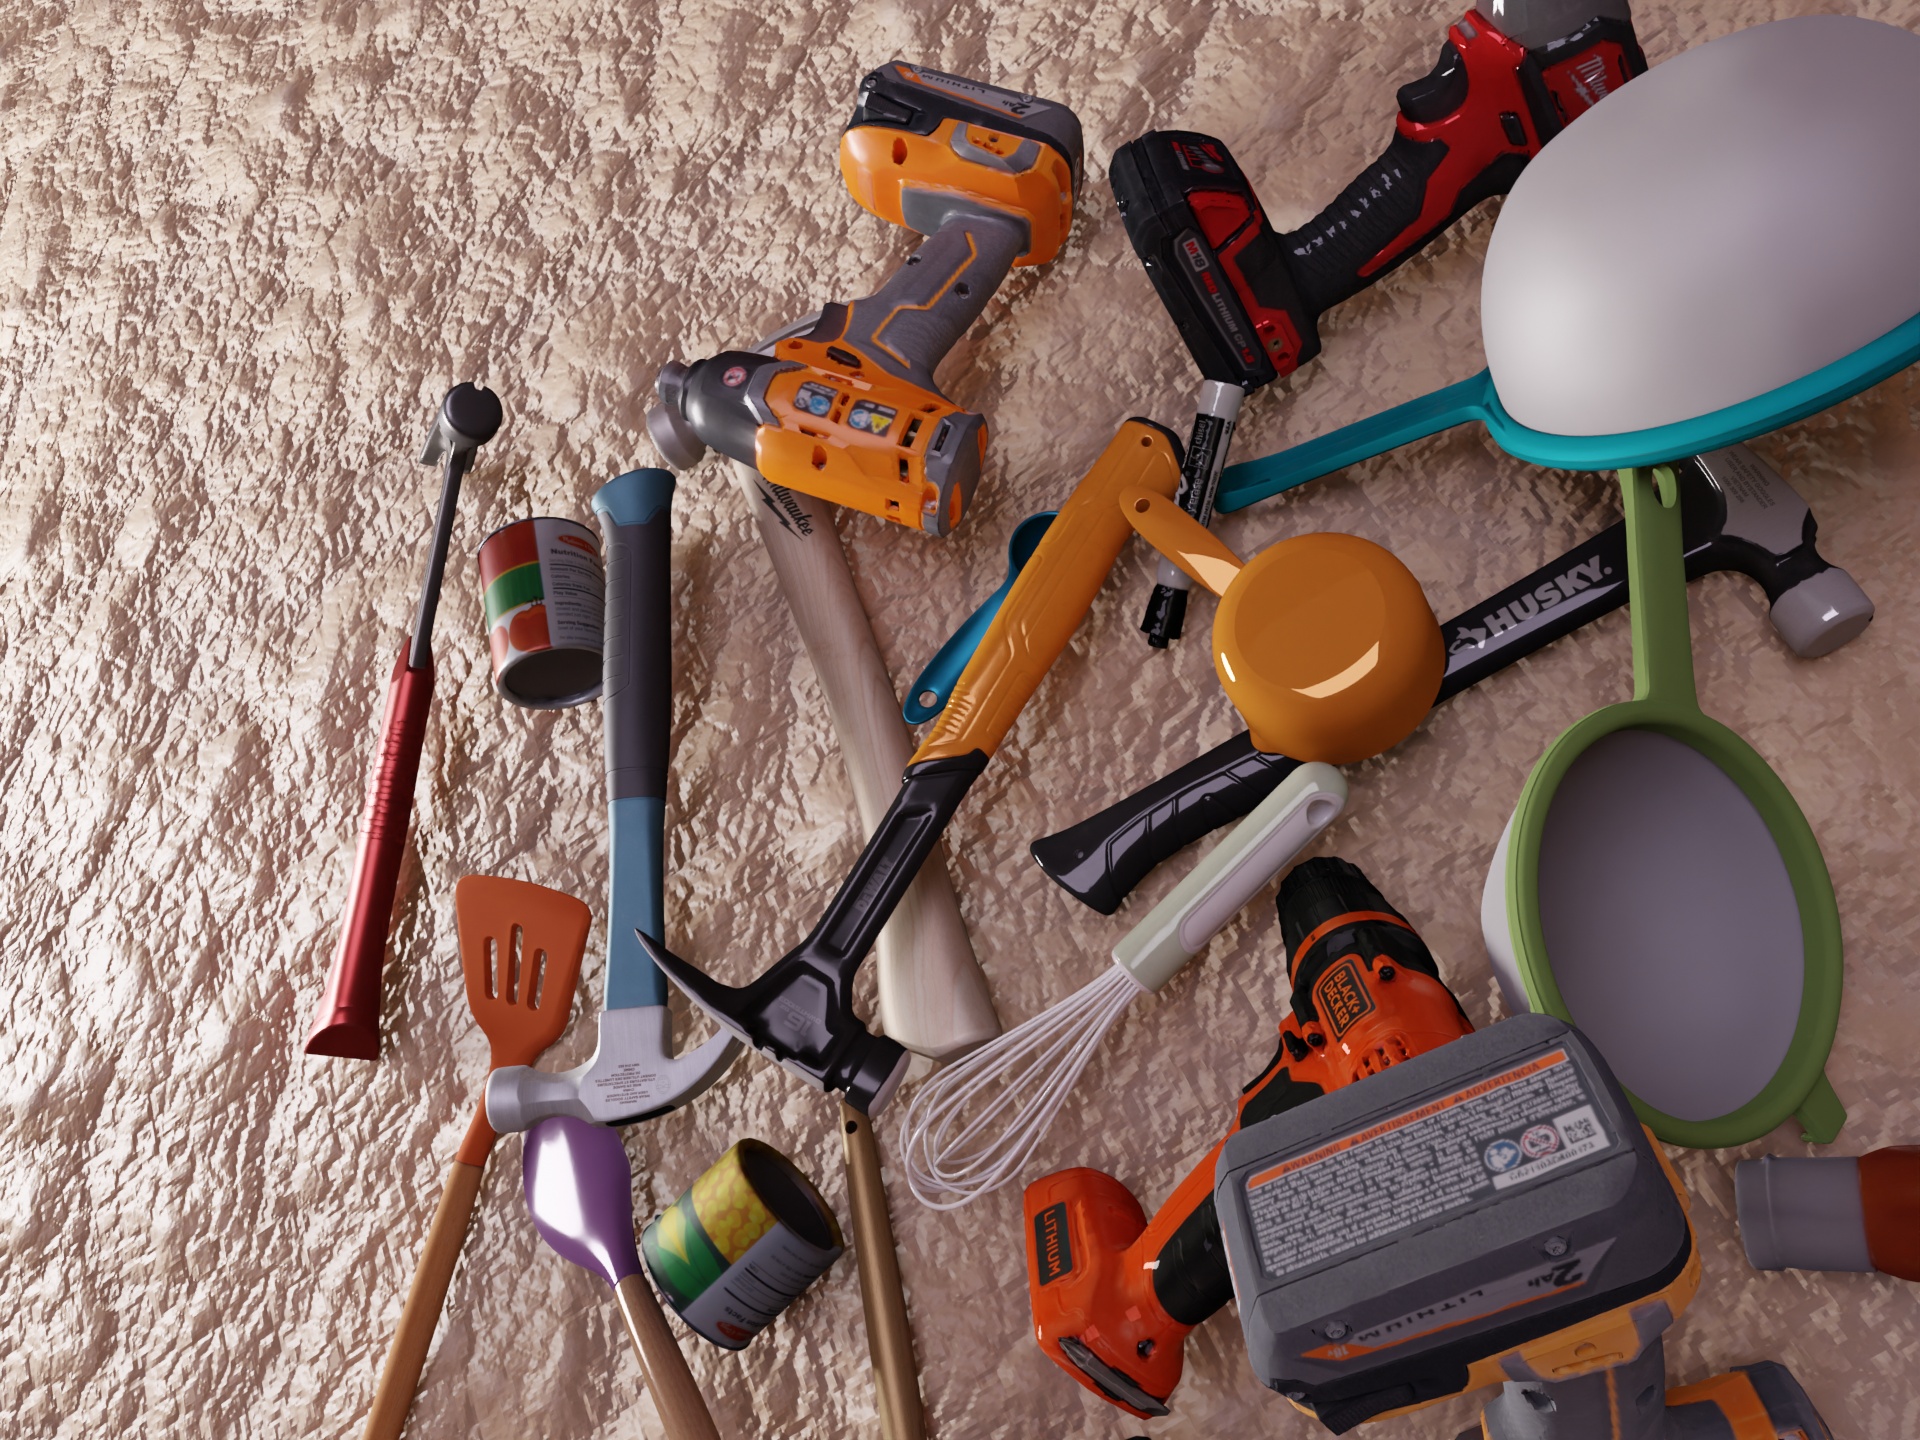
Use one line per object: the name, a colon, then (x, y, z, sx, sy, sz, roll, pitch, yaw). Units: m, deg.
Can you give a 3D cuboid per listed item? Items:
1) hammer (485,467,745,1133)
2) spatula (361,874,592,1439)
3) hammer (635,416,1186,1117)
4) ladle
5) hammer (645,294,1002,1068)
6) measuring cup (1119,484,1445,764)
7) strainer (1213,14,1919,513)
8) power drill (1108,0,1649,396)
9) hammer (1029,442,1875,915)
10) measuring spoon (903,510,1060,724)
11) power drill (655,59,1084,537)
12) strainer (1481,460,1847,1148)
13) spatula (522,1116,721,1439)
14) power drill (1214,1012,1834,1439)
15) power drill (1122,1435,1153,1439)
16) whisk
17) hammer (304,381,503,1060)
hammer: (-0.159, 0.027, 0.775, 0.128, 0.033, 0.331, -4, 70, 1)
spatula: (-0.249, 0.237, 0.764, 0.081, 0.041, 0.323, 10, 75, 20)
hammer: (-0.001, -0.002, 0.705, 0.127, 0.034, 0.337, 30, 74, 11)
ladle: (-0.018, 0.303, 0.633, 0.069, 0.031, 0.316, -19, 60, 11)
hammer: (-0.047, -0.031, 0.779, 0.146, 0.038, 0.411, -27, 61, 13)
measuring cup: (0.118, -0.057, 0.654, 0.095, 0.052, 0.174, -47, 61, 3)
strainer: (0.229, -0.176, 0.626, 0.340, 0.095, 0.211, -19, 29, 35)
power drill: (0.183, -0.246, 0.690, 0.219, 0.143, 0.079, -25, 40, 17)
hammer: (0.177, -0.016, 0.663, 0.335, 0.035, 0.146, -30, 60, 12)
measuring spoon: (0.017, -0.045, 0.750, 0.042, 0.021, 0.128, 37, 78, 15)
power drill: (-0.042, -0.212, 0.790, 0.164, 0.084, 0.227, 18, 71, 9)
strainer: (0.235, 0.023, 0.575, 0.069, 0.151, 0.256, -30, 52, 60)
spatula: (-0.132, 0.256, 0.663, 0.060, 0.018, 0.316, -49, 39, 1)
power drill: (0.154, 0.210, 0.480, 0.185, 0.226, 0.084, -27, 29, 14)
power drill: (0.030, 0.381, 0.524, 0.188, 0.080, 0.227, -25, 57, -5)
whisk: (0.065, 0.108, 0.644, 0.246, 0.057, 0.059, -46, 33, 9)
hammer: (-0.305, 0.002, 0.870, 0.149, 0.036, 0.359, 165, 114, -65)
